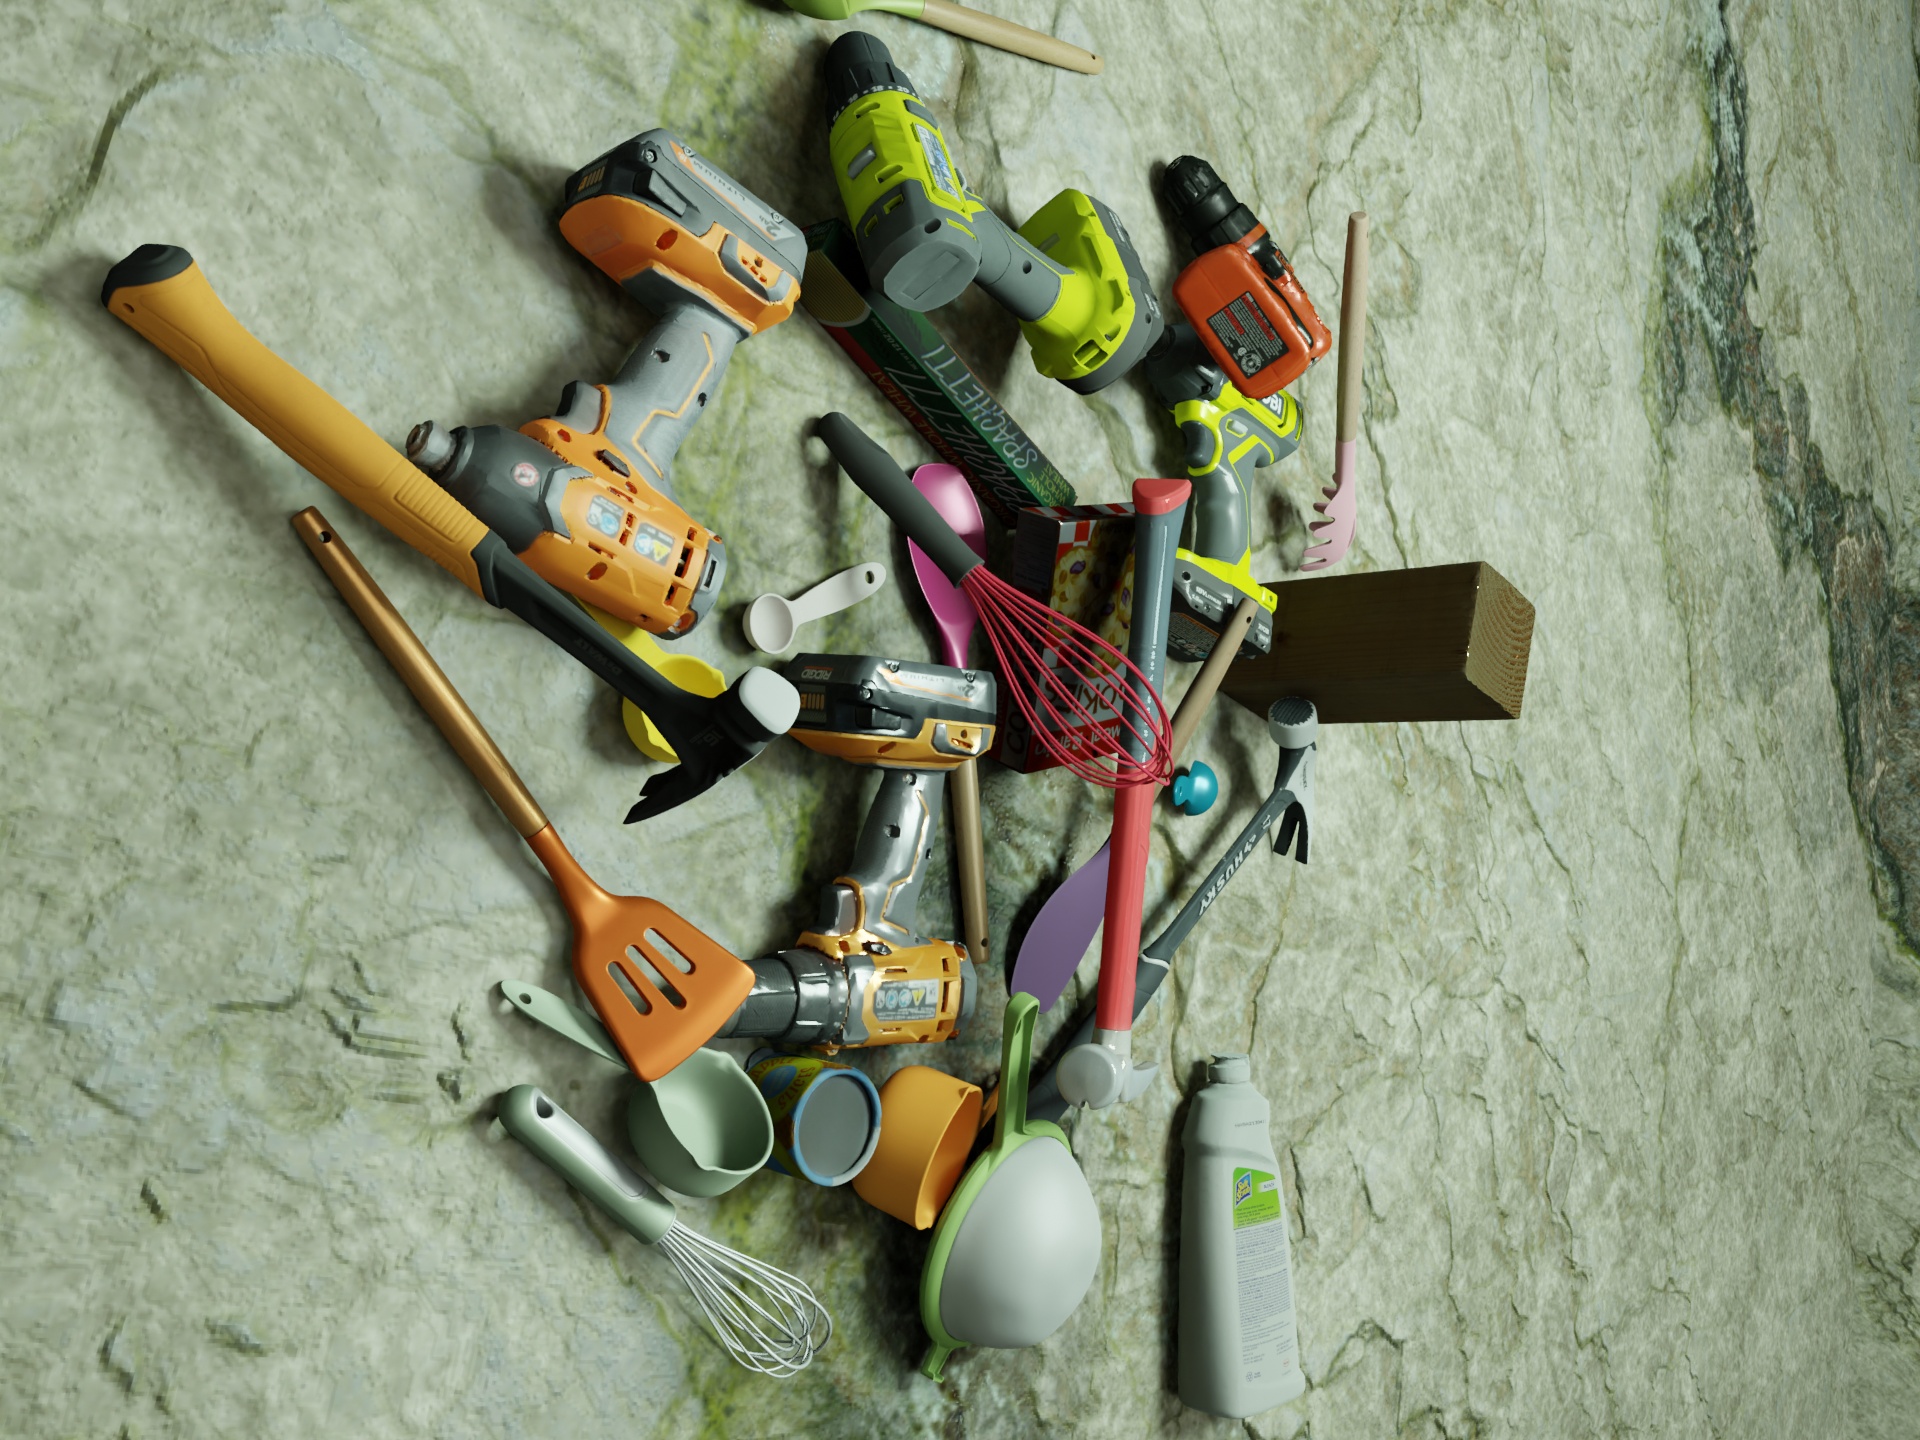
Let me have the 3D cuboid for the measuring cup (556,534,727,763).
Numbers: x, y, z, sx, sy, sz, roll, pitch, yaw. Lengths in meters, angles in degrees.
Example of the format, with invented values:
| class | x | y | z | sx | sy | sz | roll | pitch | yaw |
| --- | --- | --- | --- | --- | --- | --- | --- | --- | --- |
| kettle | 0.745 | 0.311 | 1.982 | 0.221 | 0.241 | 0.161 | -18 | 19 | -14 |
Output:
| class | x | y | z | sx | sy | sz | roll | pitch | yaw |
| --- | --- | --- | --- | --- | --- | --- | --- | --- | --- |
| measuring cup | -0.181 | -0.043 | 0.833 | 0.156 | 0.029 | 0.062 | 53 | 49 | -16 |

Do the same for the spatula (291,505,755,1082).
| class | x | y | z | sx | sy | sz | roll | pitch | yaw |
| --- | --- | --- | --- | --- | --- | --- | --- | --- | --- |
| spatula | -0.216 | 0.034 | 0.772 | 0.081 | 0.041 | 0.322 | -42 | 115 | -26 |

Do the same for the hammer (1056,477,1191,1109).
| class | x | y | z | sx | sy | sz | roll | pitch | yaw |
| --- | --- | --- | --- | --- | --- | --- | --- | --- | --- |
| hammer | 0.113 | 0.041 | 1.000 | 0.143 | 0.038 | 0.386 | 20 | 76 | -70 |

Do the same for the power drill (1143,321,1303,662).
| class | x | y | z | sx | sy | sz | roll | pitch | yaw |
| --- | --- | --- | --- | --- | --- | --- | --- | --- | --- |
| power drill | 0.174 | -0.168 | 1.153 | 0.171 | 0.080 | 0.223 | 24 | 68 | -42 |

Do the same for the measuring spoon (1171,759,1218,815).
| class | x | y | z | sx | sy | sz | roll | pitch | yaw |
| --- | --- | --- | --- | --- | --- | --- | --- | --- | --- |
| measuring spoon | 0.168 | 0.051 | 1.134 | 0.128 | 0.021 | 0.042 | 3 | 96 | -75 |

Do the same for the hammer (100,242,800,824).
| class | x | y | z | sx | sy | sz | roll | pitch | yaw |
| --- | --- | --- | --- | --- | --- | --- | --- | --- | --- |
| hammer | -0.233 | -0.080 | 0.717 | 0.336 | 0.127 | 0.034 | 41 | 43 | -19 |

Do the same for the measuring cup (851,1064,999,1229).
| class | x | y | z | sx | sy | sz | roll | pitch | yaw |
| --- | --- | --- | --- | --- | --- | --- | --- | --- | --- |
| measuring cup | -0.013 | 0.239 | 0.974 | 0.173 | 0.052 | 0.095 | -29 | 136 | -66 |

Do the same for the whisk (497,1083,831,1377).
| class | x | y | z | sx | sy | sz | roll | pitch | yaw |
| --- | --- | --- | --- | --- | --- | --- | --- | --- | --- |
| whisk | -0.153 | 0.269 | 0.834 | 0.246 | 0.059 | 0.058 | 51 | 18 | -27 |

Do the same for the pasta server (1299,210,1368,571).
| class | x | y | z | sx | sy | sz | roll | pitch | yaw |
| --- | --- | --- | --- | --- | --- | --- | --- | --- | --- |
| pasta server | 0.281 | -0.234 | 1.187 | 0.315 | 0.040 | 0.060 | 79 | 24 | -47 |

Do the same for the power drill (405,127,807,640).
| class | x | y | z | sx | sy | sz | roll | pitch | yaw |
| --- | --- | --- | --- | --- | --- | --- | --- | --- | --- |
| power drill | -0.173 | -0.173 | 0.791 | 0.164 | 0.084 | 0.227 | 28 | 68 | -39 |

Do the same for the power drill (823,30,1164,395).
| class | x | y | z | sx | sy | sz | roll | pitch | yaw |
| --- | --- | --- | --- | --- | --- | --- | --- | --- | --- |
| power drill | 0.012 | -0.306 | 0.966 | 0.228 | 0.080 | 0.191 | 17 | 48 | -46 |

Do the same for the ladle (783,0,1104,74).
| class | x | y | z | sx | sy | sz | roll | pitch | yaw |
| --- | --- | --- | --- | --- | --- | --- | --- | --- | --- |
| ladle | -0.001 | -0.450 | 0.997 | 0.320 | 0.062 | 0.078 | -9 | 76 | -48 |

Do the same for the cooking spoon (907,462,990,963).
| class | x | y | z | sx | sy | sz | roll | pitch | yaw |
| --- | --- | --- | --- | --- | --- | --- | --- | --- | --- |
| cooking spoon | -0.002 | -0.003 | 1.010 | 0.068 | 0.017 | 0.319 | -8 | 94 | -44 |

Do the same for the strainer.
| class | x | y | z | sx | sy | sz | roll | pitch | yaw |
| --- | --- | --- | --- | --- | --- | --- | --- | --- | --- |
| strainer | 0.048 | 0.282 | 0.961 | 0.151 | 0.069 | 0.256 | -26 | 128 | -46 |

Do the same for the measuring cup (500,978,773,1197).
| class | x | y | z | sx | sy | sz | roll | pitch | yaw |
| --- | --- | --- | --- | --- | --- | --- | --- | --- | --- |
| measuring cup | -0.173 | 0.187 | 0.820 | 0.167 | 0.038 | 0.083 | 37 | 25 | -18 |

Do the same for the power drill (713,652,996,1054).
| class | x | y | z | sx | sy | sz | roll | pitch | yaw |
| --- | --- | --- | --- | --- | --- | --- | --- | --- | --- |
| power drill | -0.065 | 0.077 | 0.905 | 0.185 | 0.084 | 0.226 | 6 | 89 | -43 |

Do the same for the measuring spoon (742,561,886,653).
| class | x | y | z | sx | sy | sz | roll | pitch | yaw |
| --- | --- | --- | --- | --- | --- | --- | --- | --- | --- |
| measuring spoon | -0.086 | -0.070 | 0.934 | 0.124 | 0.018 | 0.034 | -32 | 111 | -48 |

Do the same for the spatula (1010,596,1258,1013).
| class | x | y | z | sx | sy | sz | roll | pitch | yaw |
| --- | --- | --- | --- | --- | --- | --- | --- | --- | --- |
| spatula | 0.120 | 0.054 | 1.075 | 0.059 | 0.018 | 0.316 | 35 | 82 | -40 |

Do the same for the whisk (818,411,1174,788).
| class | x | y | z | sx | sy | sz | roll | pitch | yaw |
| --- | --- | --- | --- | --- | --- | --- | --- | --- | --- |
| whisk | 0.018 | -0.070 | 0.925 | 0.296 | 0.073 | 0.073 | 48 | 51 | 6 |

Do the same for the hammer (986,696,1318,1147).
| class | x | y | z | sx | sy | sz | roll | pitch | yaw |
| --- | --- | --- | --- | --- | --- | --- | --- | --- | --- |
| hammer | 0.147 | 0.161 | 1.128 | 0.409 | 0.036 | 0.149 | -46 | 140 | -31 |
